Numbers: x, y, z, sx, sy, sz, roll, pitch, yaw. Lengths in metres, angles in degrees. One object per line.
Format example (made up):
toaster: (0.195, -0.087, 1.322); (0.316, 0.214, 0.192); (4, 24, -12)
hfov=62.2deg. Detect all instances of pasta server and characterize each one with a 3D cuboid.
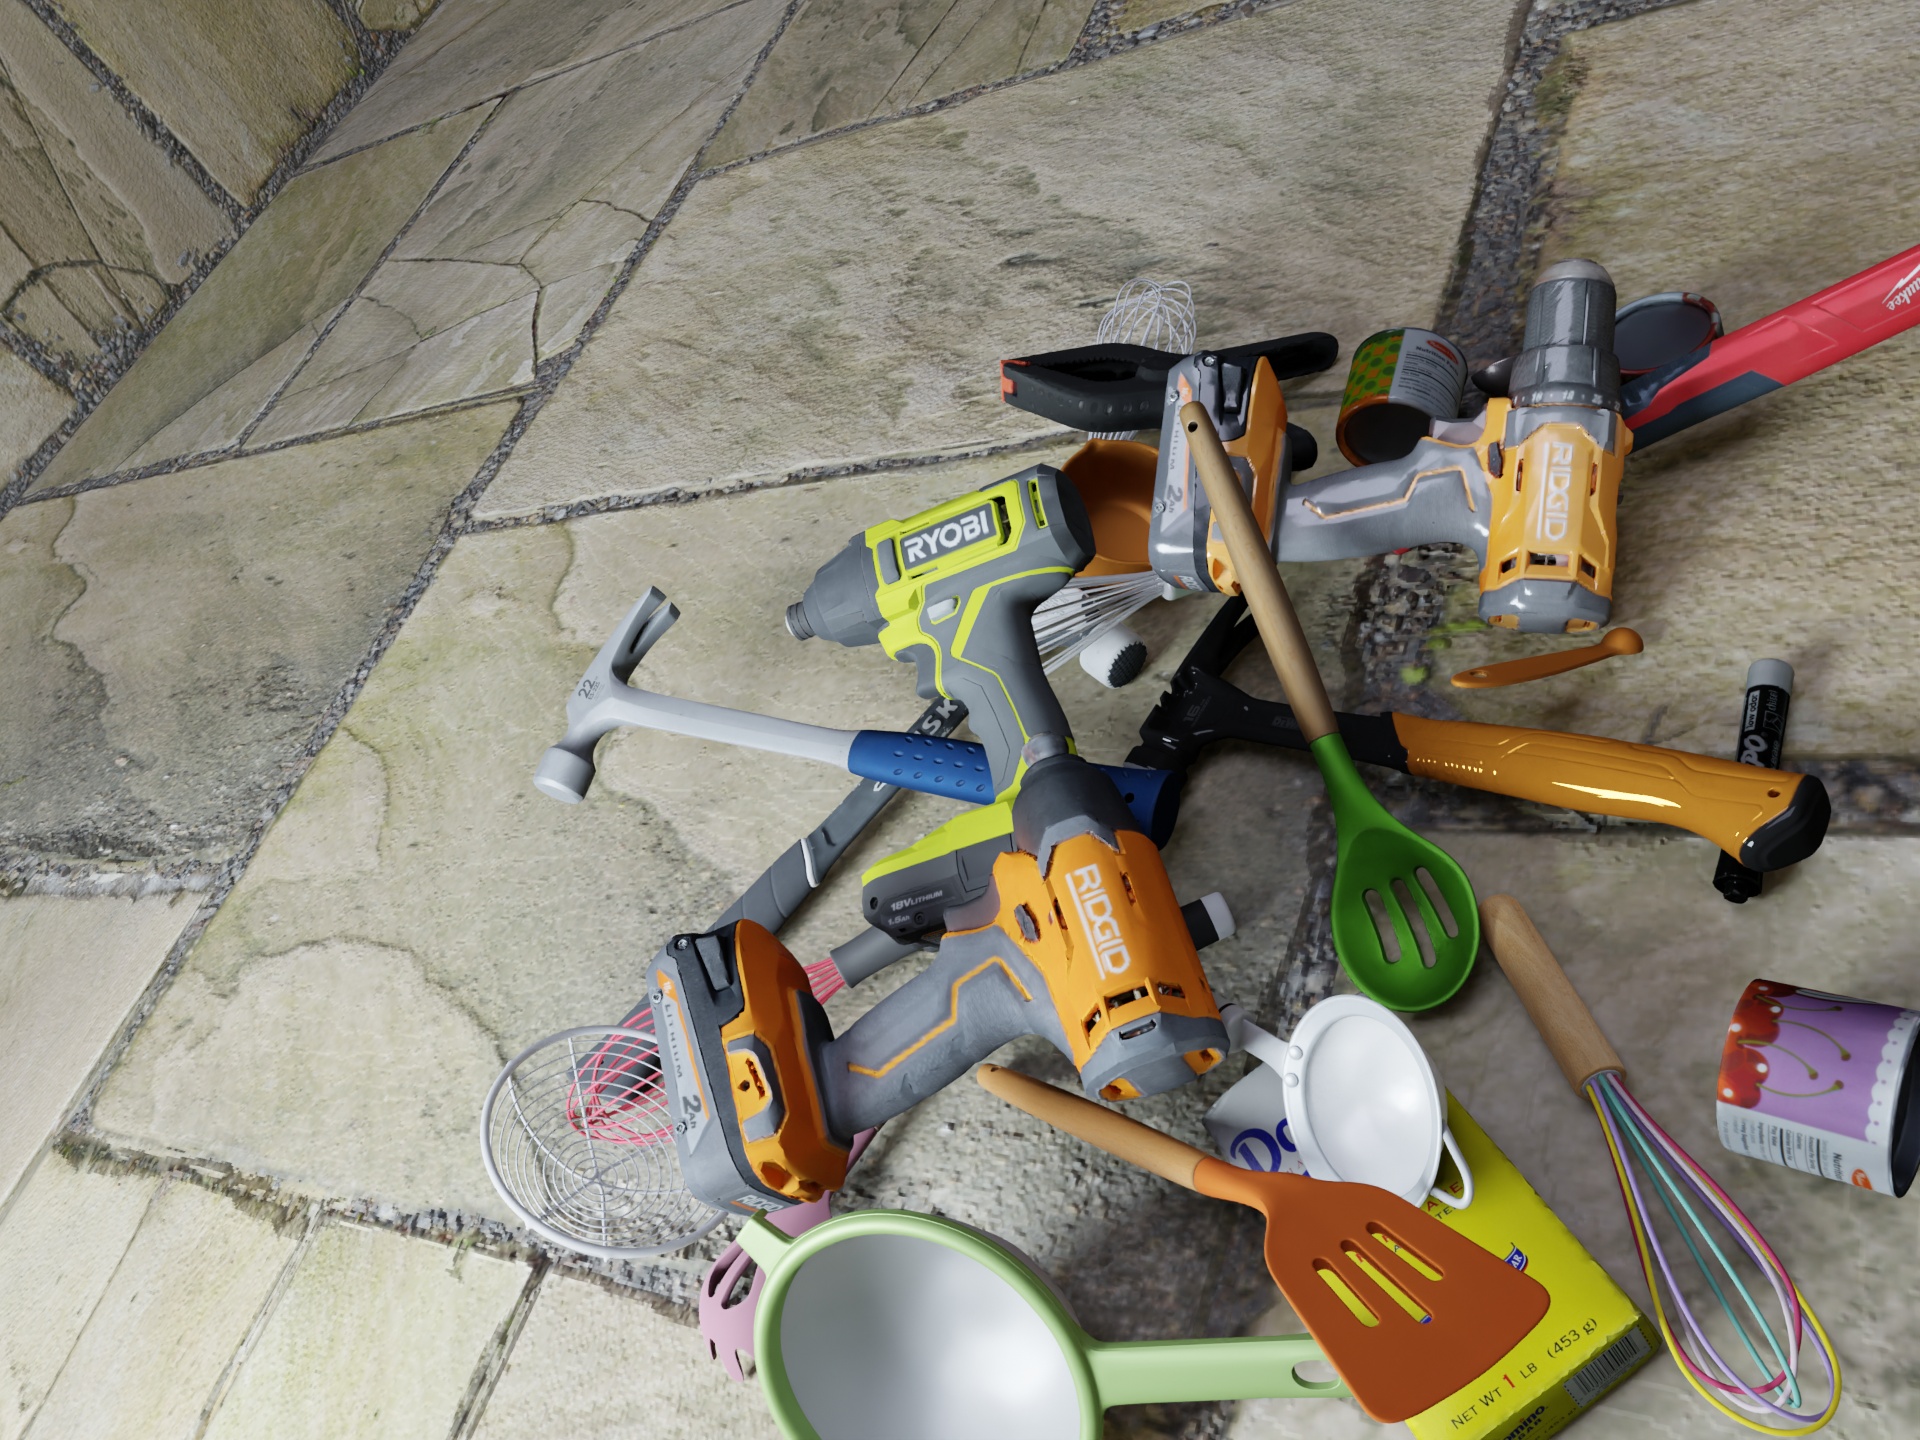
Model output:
pasta server: (-0.028, 0.186, 0.808); (0.060, 0.040, 0.316); (18, 61, 45)

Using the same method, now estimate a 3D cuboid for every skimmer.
skimmer: (-0.043, 0.148, 0.759); (0.363, 0.090, 0.127); (-23, 48, 1)

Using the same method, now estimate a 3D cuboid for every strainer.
strainer: (0.042, 0.249, 0.643); (0.256, 0.151, 0.069); (-12, 9, 22)
strainer: (0.122, 0.131, 0.667); (0.259, 0.050, 0.087); (24, 112, 50)

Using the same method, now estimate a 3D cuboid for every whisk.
whisk: (0.255, 0.158, 0.615); (0.047, 0.051, 0.245); (-33, 37, 14)
whisk: (0.096, -0.178, 1.032); (0.070, 0.070, 0.285); (1, 59, 36)
whisk: (-0.081, 0.144, 0.857); (0.296, 0.073, 0.073); (-31, 41, -1)
whisk: (0.107, -0.075, 0.893); (0.246, 0.059, 0.058); (-20, -3, -8)

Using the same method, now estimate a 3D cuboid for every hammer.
hammer: (-0.078, 0.064, 0.931); (0.409, 0.036, 0.149); (-47, 57, -6)
hammer: (0.397, -0.163, 0.790); (0.386, 0.038, 0.143); (-25, 79, 26)
hammer: (0.233, 0.008, 0.757); (0.337, 0.034, 0.127); (13, 62, 47)
hammer: (-0.066, 0.010, 0.911); (0.406, 0.035, 0.144); (10, 68, 30)

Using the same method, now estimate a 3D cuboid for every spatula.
spatula: (0.089, 0.188, 0.653); (0.081, 0.041, 0.323); (-24, 12, -25)

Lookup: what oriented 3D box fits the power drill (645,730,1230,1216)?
power drill: (-0.016, 0.107, 0.688); (0.226, 0.084, 0.164); (-22, 61, 9)

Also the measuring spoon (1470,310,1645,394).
measuring spoon: (0.353, -0.210, 0.901); (0.124, 0.034, 0.018); (-18, 88, 15)

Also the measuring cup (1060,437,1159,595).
measuring cup: (0.134, -0.132, 0.966); (0.173, 0.052, 0.095); (-19, 67, -16)

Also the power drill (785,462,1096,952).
power drill: (-0.001, -0.003, 0.810); (0.171, 0.080, 0.223); (-20, 67, 21)

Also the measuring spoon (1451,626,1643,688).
measuring spoon: (0.276, -0.030, 0.746); (0.117, 0.011, 0.021); (-12, 24, -25)

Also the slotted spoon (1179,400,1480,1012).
slotted spoon: (0.164, -0.016, 0.749); (0.070, 0.031, 0.314); (-29, 70, 31)

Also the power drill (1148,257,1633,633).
power drill: (0.221, -0.143, 0.810); (0.226, 0.084, 0.185); (6, 85, 19)
